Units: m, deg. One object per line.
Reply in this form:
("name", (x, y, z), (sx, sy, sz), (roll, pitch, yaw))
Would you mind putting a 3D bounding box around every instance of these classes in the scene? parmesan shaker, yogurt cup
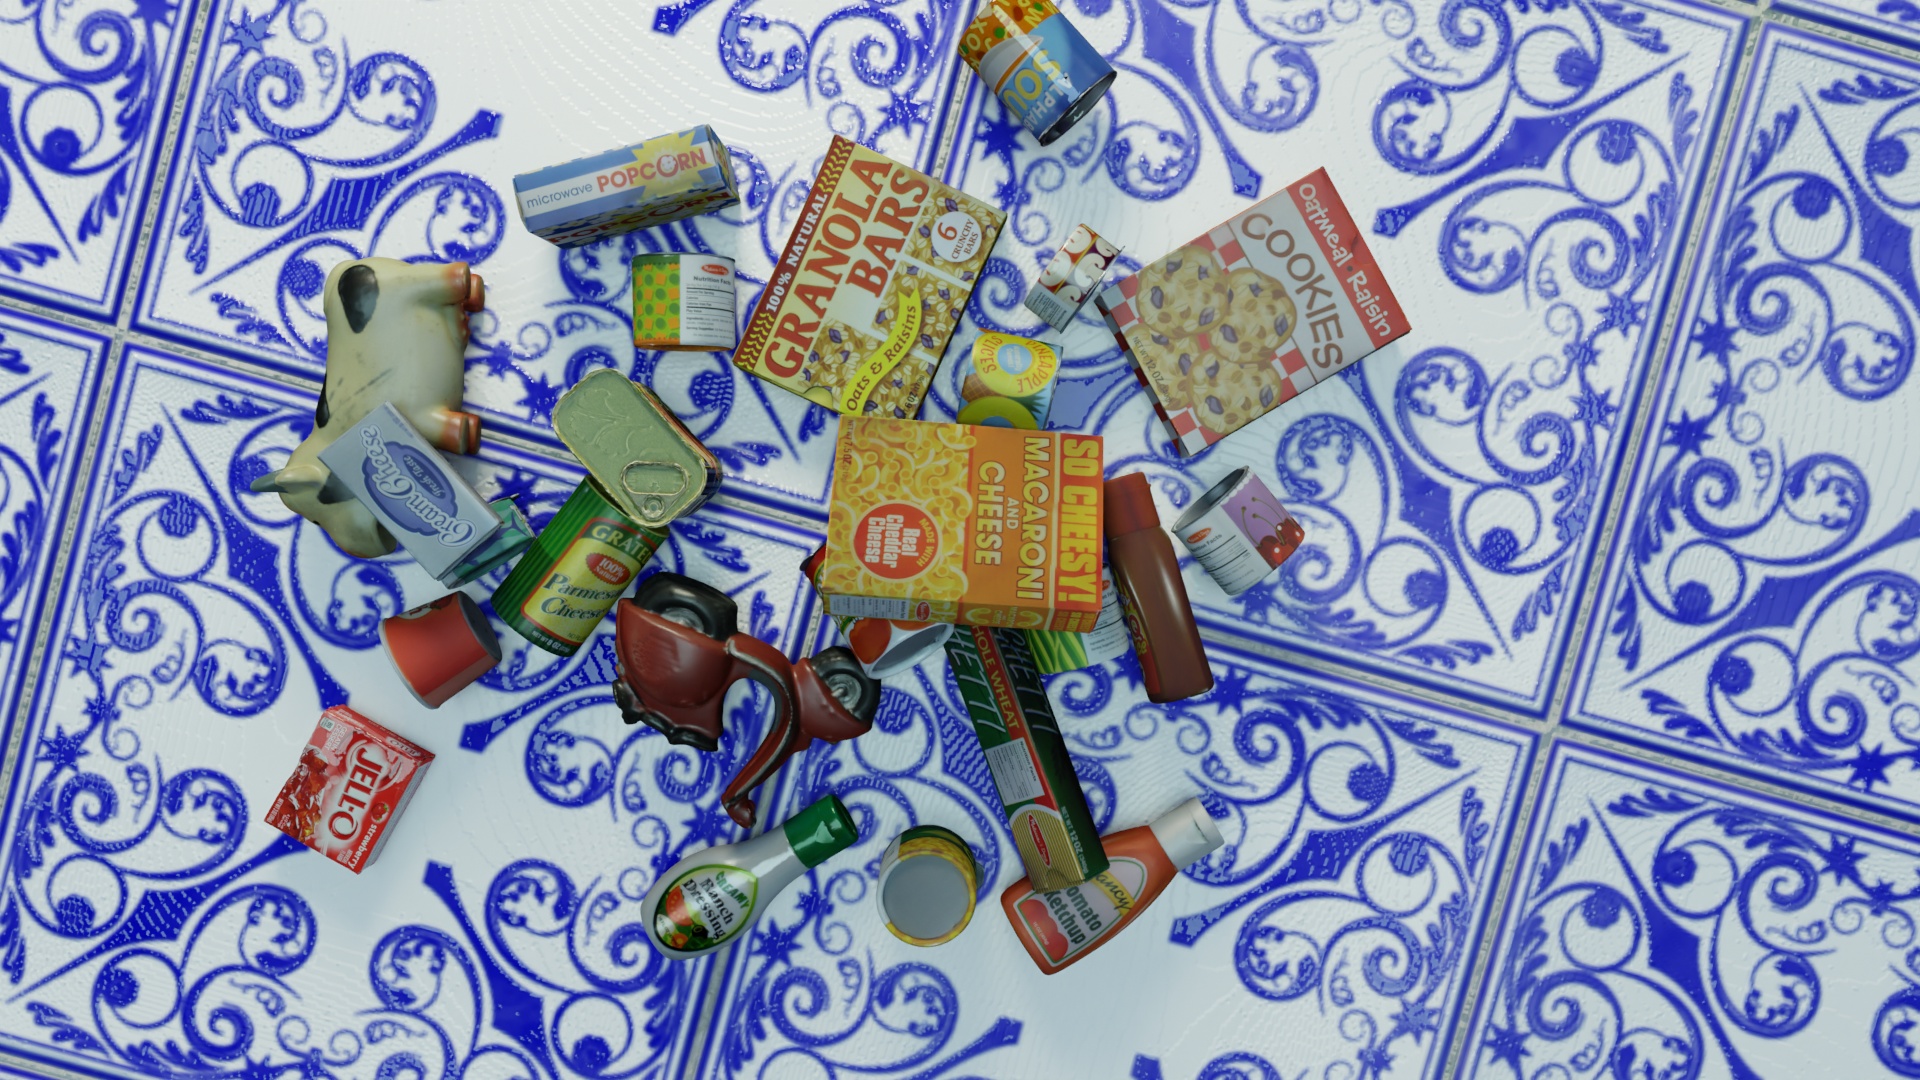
("parmesan shaker", (-0.246, 0.018, 0.907), (0.071, 0.071, 0.103), (38, 92, -1))
("yogurt cup", (-0.338, 0.069, 0.908), (0.054, 0.072, 0.072), (-29, 92, -7))

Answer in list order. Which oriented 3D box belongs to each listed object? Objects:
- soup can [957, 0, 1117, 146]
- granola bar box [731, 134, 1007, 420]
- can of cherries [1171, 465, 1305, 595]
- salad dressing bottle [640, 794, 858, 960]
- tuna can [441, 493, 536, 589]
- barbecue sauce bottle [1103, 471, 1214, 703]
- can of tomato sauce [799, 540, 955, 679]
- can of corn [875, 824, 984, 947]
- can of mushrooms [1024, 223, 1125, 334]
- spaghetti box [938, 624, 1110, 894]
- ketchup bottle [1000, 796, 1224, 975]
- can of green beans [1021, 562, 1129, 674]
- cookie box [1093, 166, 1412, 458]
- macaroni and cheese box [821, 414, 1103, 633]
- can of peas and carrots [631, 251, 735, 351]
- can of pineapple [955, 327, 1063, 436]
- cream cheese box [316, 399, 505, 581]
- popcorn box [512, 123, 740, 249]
("soup can", (0.047, -0.306, 0.893), (0.071, 0.071, 0.084), (-43, 91, 2))
("granola bar box", (-0.059, -0.164, 0.913), (0.124, 0.039, 0.165), (25, 91, -1))
("can of cherries", (0.183, -0.008, 0.906), (0.071, 0.071, 0.058), (-42, 92, 1))
("salad dressing bottle", (-0.139, 0.221, 0.923), (0.148, 0.044, 0.064), (-32, 93, 1))
("tuna can", (-0.311, 0.001, 0.905), (0.071, 0.071, 0.033), (-32, 93, 1))
("barbecue sauce bottle", (0.124, 0.030, 0.909), (0.044, 0.065, 0.148), (-16, 87, -1))
("can of tomato sauce", (-0.053, 0.038, 0.891), (0.071, 0.071, 0.083), (-34, 70, 1))
("can of corn", (-0.019, 0.227, 0.916), (0.071, 0.058, 0.071), (0, 92, 0))
("can of mushrooms", (0.074, -0.172, 0.900), (0.033, 0.071, 0.071), (36, 92, 0))
("spaghetti box", (0.029, 0.101, 0.896), (0.029, 0.050, 0.250), (-14, 80, -43))
("ketchup bottle", (0.103, 0.224, 0.924), (0.149, 0.043, 0.065), (-32, 86, 0))
("can of green beans", (0.072, 0.051, 0.907), (0.071, 0.071, 0.057), (-15, 93, 1))
("cookie box", (0.191, -0.148, 0.913), (0.167, 0.040, 0.123), (-29, 92, 1))
("macaroni and cheese box", (0.003, -0.011, 0.861), (0.166, 0.040, 0.124), (5, 65, -2))
("can of peas and carrots", (-0.180, -0.153, 0.901), (0.071, 0.071, 0.058), (0, 93, 0))
("can of pineapple", (0.032, -0.101, 0.900), (0.058, 0.071, 0.071), (13, 92, -1))
("cream cheese box", (-0.335, -0.031, 0.851), (0.053, 0.024, 0.103), (-42, 98, -6))
("popcorn box", (-0.210, -0.224, 0.887), (0.127, 0.085, 0.038), (-15, 94, 0))
